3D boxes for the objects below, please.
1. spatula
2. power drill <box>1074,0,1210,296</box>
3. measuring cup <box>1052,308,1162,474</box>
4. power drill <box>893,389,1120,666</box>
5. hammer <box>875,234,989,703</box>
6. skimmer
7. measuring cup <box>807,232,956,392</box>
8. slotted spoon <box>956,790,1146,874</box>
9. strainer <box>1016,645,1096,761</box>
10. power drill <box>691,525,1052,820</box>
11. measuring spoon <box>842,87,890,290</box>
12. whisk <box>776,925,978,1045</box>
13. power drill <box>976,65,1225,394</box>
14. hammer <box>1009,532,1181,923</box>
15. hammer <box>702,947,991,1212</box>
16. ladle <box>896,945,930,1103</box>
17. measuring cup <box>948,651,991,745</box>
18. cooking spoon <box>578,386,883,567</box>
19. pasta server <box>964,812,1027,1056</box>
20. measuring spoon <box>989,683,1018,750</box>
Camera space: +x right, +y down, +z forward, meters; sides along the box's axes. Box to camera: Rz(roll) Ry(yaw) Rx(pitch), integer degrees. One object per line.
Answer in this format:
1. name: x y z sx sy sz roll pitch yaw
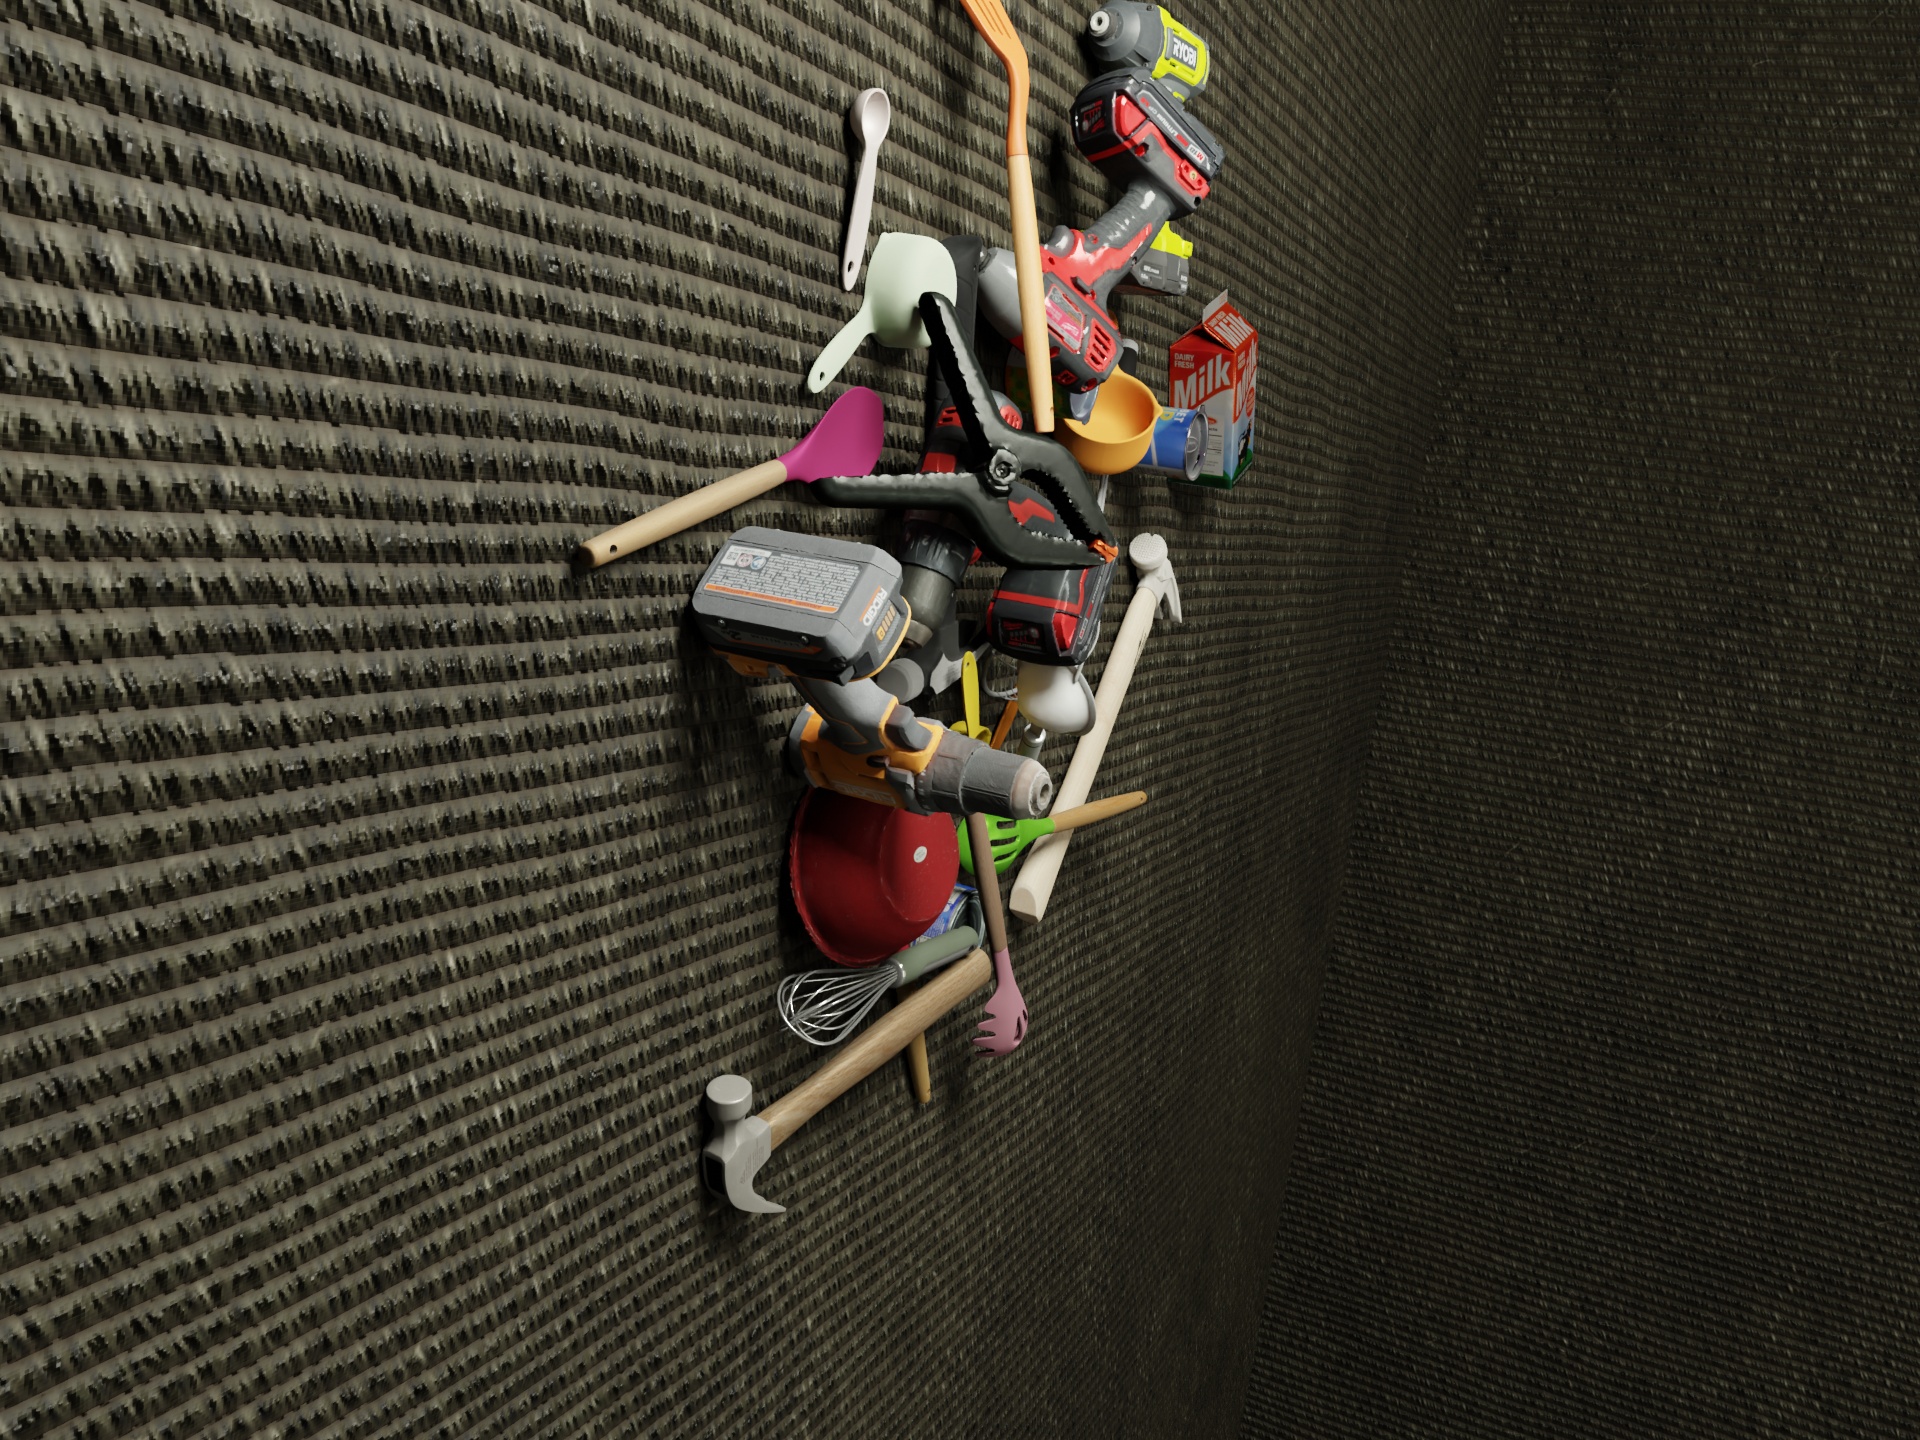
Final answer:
1. spatula: 0.033 -0.359 1.090 0.081 0.041 0.322 -23 109 -62
2. power drill: 0.144 -0.476 1.332 0.171 0.080 0.223 -14 110 -58
3. measuring cup: 0.125 -0.287 1.396 0.052 0.095 0.174 96 -2 -53
4. power drill: 0.024 -0.112 1.157 0.226 0.080 0.188 38 68 -57
5. hammer: -0.007 -0.187 1.184 0.146 0.035 0.334 -29 127 -58
6. skimmer: 0.093 -0.187 1.412 0.127 0.090 0.363 67 31 -64
7. measuring cup: -0.049 -0.261 1.050 0.083 0.038 0.168 80 31 -41
8. slotted spoon: 0.096 0.093 1.490 0.313 0.031 0.070 -10 105 -55
9. strainer: 0.063 0.011 1.345 0.050 0.087 0.258 -38 164 -22
10. power drill: -0.049 -0.014 0.998 0.084 0.185 0.226 -63 149 -26
11. measuring spoon: -0.067 -0.337 1.011 0.034 0.018 0.124 -27 133 -60
12. whisk: -0.057 0.195 1.211 0.057 0.059 0.246 -46 162 29
13. power drill: 0.095 -0.375 1.208 0.143 0.079 0.220 34 79 -28
14. hammer: 0.139 0.017 1.604 0.411 0.038 0.146 -67 155 -22
15. hammer: -0.077 0.260 1.211 0.331 0.031 0.130 -29 130 -50
16. ladle: -0.044 0.212 1.308 0.069 0.031 0.315 -43 142 -37
17. measuring cup: -0.002 -0.004 1.264 0.062 0.029 0.156 -55 157 -34
18. cooking spoon: -0.126 -0.145 0.965 0.319 0.017 0.068 -40 136 -55
19. pasta server: 0.022 0.170 1.348 0.060 0.040 0.316 -51 141 -45
20. measuring spoon: 0.033 0.007 1.401 0.021 0.011 0.117 74 33 -47
